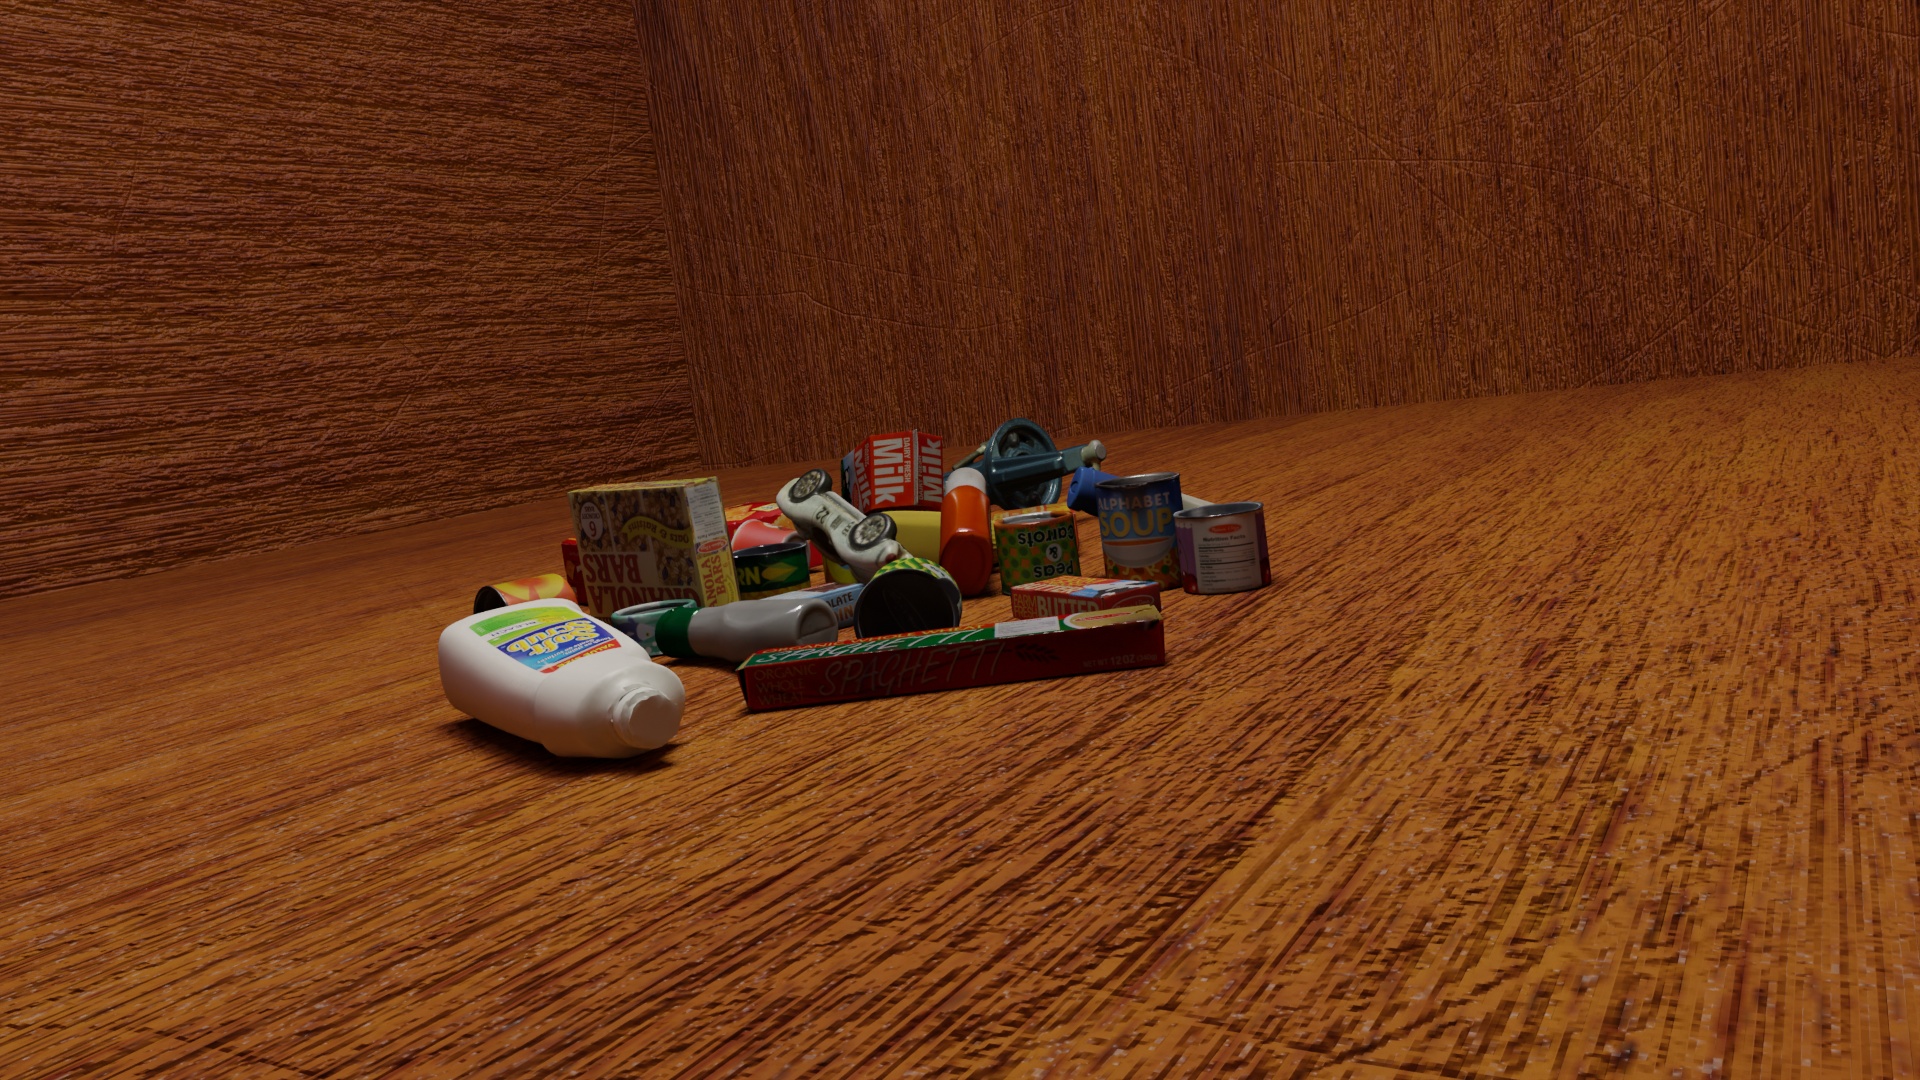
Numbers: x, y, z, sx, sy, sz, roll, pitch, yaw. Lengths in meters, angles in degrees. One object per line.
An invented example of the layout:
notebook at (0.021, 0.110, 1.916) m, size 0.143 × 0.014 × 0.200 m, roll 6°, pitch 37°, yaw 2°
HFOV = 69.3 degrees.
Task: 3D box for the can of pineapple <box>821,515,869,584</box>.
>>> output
can of pineapple at (-0.099, 0.010, 1.294) m, size 0.071 × 0.057 × 0.071 m, roll -7°, pitch 6°, yaw 1°

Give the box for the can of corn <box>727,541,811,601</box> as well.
can of corn at (-0.158, 0.036, 1.143) m, size 0.071 × 0.058 × 0.071 m, roll -7°, pitch 7°, yaw 1°

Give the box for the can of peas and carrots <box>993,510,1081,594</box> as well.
can of peas and carrots at (0.063, 0.010, 1.120) m, size 0.071 × 0.058 × 0.071 m, roll -8°, pitch 7°, yaw 1°

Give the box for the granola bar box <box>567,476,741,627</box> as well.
granola bar box at (-0.253, 0.014, 1.147) m, size 0.165 × 0.124 × 0.039 m, roll -1°, pitch 11°, yaw 43°

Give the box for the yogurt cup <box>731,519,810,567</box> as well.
yogurt cup at (-0.179, 0.016, 1.316) m, size 0.054 × 0.072 × 0.072 m, roll 5°, pitch 11°, yaw 26°

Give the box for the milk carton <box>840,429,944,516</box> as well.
milk carton at (-0.064, -0.058, 1.351) m, size 0.073 × 0.072 × 0.190 m, roll 0°, pitch -6°, yaw -16°

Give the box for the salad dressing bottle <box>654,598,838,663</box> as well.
salad dressing bottle at (-0.153, 0.064, 0.970) m, size 0.147 × 0.044 × 0.064 m, roll -3°, pitch 10°, yaw 39°

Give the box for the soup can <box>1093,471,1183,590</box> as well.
soup can at (0.139, -0.006, 1.064) m, size 0.071 × 0.083 × 0.071 m, roll -8°, pitch 6°, yaw 1°

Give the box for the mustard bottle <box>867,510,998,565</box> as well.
mustard bottle at (-0.016, 0.005, 1.246) m, size 0.160 × 0.065 × 0.049 m, roll -2°, pitch 11°, yaw -7°

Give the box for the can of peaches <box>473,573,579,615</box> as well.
can of peaches at (-0.335, 0.063, 1.079) m, size 0.071 × 0.071 × 0.058 m, roll -1°, pitch 9°, yaw 45°

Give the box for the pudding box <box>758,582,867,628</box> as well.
pudding box at (-0.115, 0.054, 1.064) m, size 0.084 × 0.030 × 0.049 m, roll -13°, pitch 8°, yaw -42°

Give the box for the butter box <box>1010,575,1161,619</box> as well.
butter box at (0.086, 0.042, 0.971) m, size 0.053 × 0.024 × 0.103 m, roll -11°, pitch 8°, yaw -35°

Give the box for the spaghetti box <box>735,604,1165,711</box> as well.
spaghetti box at (-0.005, 0.069, 0.826) m, size 0.250 × 0.028 × 0.050 m, roll -7°, pitch 7°, yaw 3°

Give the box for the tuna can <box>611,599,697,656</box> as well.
tuna can at (-0.232, 0.067, 1.068) m, size 0.071 × 0.032 × 0.071 m, roll -8°, pitch 6°, yaw 1°

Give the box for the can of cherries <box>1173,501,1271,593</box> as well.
can of cherries at (0.194, 0.005, 1.026) m, size 0.071 × 0.058 × 0.071 m, roll -8°, pitch 7°, yaw 1°

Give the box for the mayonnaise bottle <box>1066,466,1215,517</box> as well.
mayonnaise bottle at (0.161, -0.022, 1.129) m, size 0.148 × 0.041 × 0.065 m, roll 16°, pitch 1°, yaw -8°

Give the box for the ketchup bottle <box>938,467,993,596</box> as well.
ketchup bottle at (0.004, -0.015, 1.174) m, size 0.043 × 0.064 × 0.149 m, roll 8°, pitch 28°, yaw -4°

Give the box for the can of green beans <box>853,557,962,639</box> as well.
can of green beans at (-0.032, 0.046, 0.889) m, size 0.071 × 0.071 × 0.058 m, roll -7°, pitch 6°, yaw 3°

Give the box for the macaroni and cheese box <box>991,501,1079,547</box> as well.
macaroni and cheese box at (0.028, -0.002, 1.335) m, size 0.166 × 0.040 × 0.124 m, roll -7°, pitch 6°, yaw 3°
